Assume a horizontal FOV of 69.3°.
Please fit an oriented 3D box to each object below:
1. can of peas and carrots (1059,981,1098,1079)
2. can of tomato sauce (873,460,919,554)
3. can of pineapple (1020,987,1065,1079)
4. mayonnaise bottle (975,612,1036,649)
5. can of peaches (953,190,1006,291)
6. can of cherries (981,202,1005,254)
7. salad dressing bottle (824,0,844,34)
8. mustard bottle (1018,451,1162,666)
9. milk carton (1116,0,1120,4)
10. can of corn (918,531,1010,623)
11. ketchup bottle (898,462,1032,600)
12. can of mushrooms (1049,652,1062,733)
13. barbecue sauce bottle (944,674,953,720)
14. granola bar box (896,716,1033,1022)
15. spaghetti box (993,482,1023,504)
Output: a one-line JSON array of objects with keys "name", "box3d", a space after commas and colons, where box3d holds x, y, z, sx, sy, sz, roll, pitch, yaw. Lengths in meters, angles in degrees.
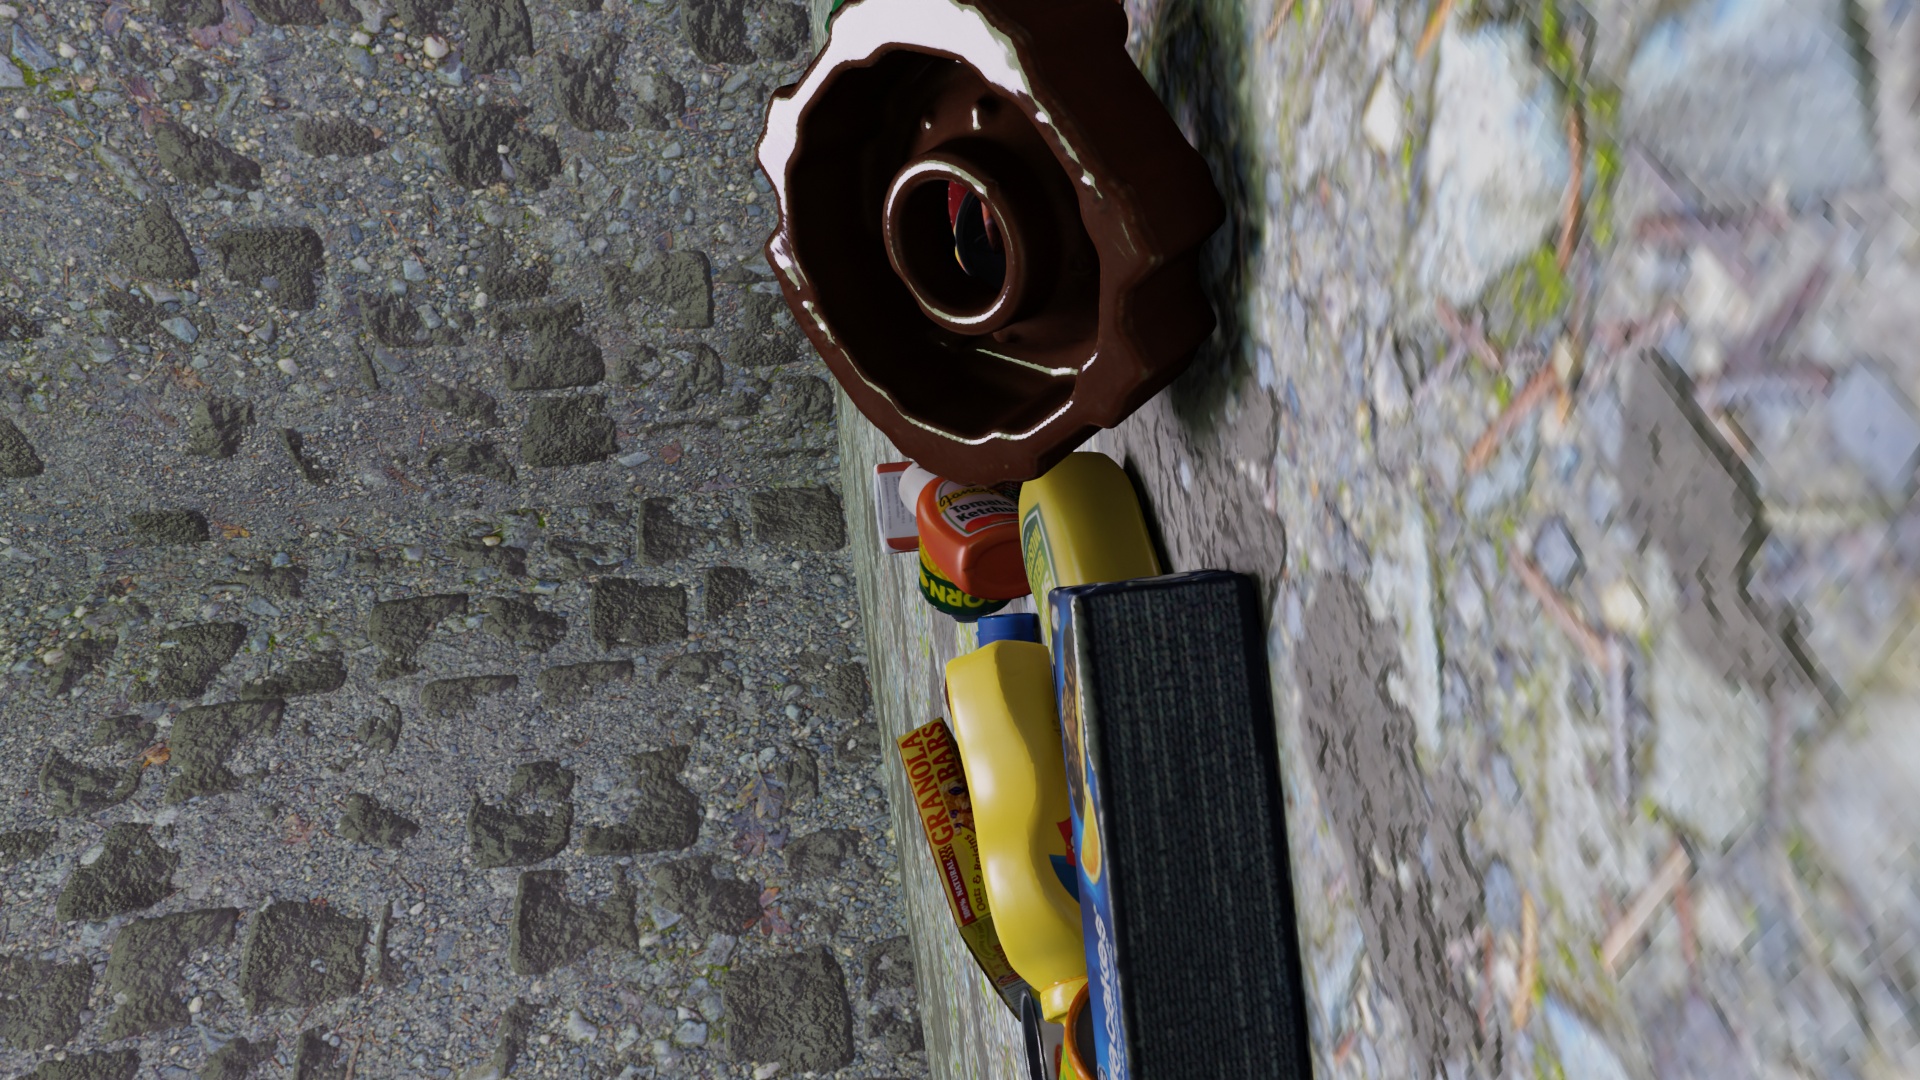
[{"name": "can of peas and carrots", "box3d": [0.071, 0.209, 0.551, 0.071, 0.071, 0.058, -105, 12, -50]}, {"name": "can of tomato sauce", "box3d": [-0.017, -0.026, 0.991, 0.071, 0.083, 0.071, 177, 87, -82]}, {"name": "can of pineapple", "box3d": [0.063, 0.251, 0.687, 0.071, 0.058, 0.071, 177, 87, -83]}, {"name": "mayonnaise bottle", "box3d": [0.035, 0.121, 0.875, 0.065, 0.041, 0.148, 169, 96, -84]}, {"name": "can of peaches", "box3d": [0.027, -0.125, 0.616, 0.058, 0.071, 0.071, 147, 116, -82]}, {"name": "can of cherries", "box3d": [0.040, -0.143, 0.536, 0.071, 0.058, 0.071, 177, 87, -83]}, {"name": "salad dressing bottle", "box3d": [-0.033, -0.348, 0.778, 0.147, 0.044, 0.064, -63, 32, 29]}, {"name": "mustard bottle", "box3d": [0.060, 0.034, 0.566, 0.065, 0.049, 0.161, 93, 169, -45]}, {"name": "milk carton", "box3d": [0.022, -0.231, 0.552, 0.189, 0.072, 0.074, 92, 169, -45]}, {"name": "can of corn", "box3d": [0.005, 0.009, 0.907, 0.071, 0.071, 0.058, -104, 11, -47]}, {"name": "ketchup bottle", "box3d": [0.003, -0.010, 0.820, 0.149, 0.065, 0.043, -138, 44, -62]}, {"name": "can of mushrooms", "box3d": [0.063, 0.064, 0.629, 0.071, 0.033, 0.071, 177, 87, -83]}, {"name": "barbecue sauce bottle", "box3d": [0.021, 0.136, 0.985, 0.149, 0.044, 0.064, -121, 15, -72]}, {"name": "granola bar box", "box3d": [0.012, 0.218, 0.930, 0.166, 0.039, 0.123, -114, -1, -50]}, {"name": "spaghetti box", "box3d": [0.006, -0.109, 0.955, 0.251, 0.029, 0.049, -105, 12, -50]}]
